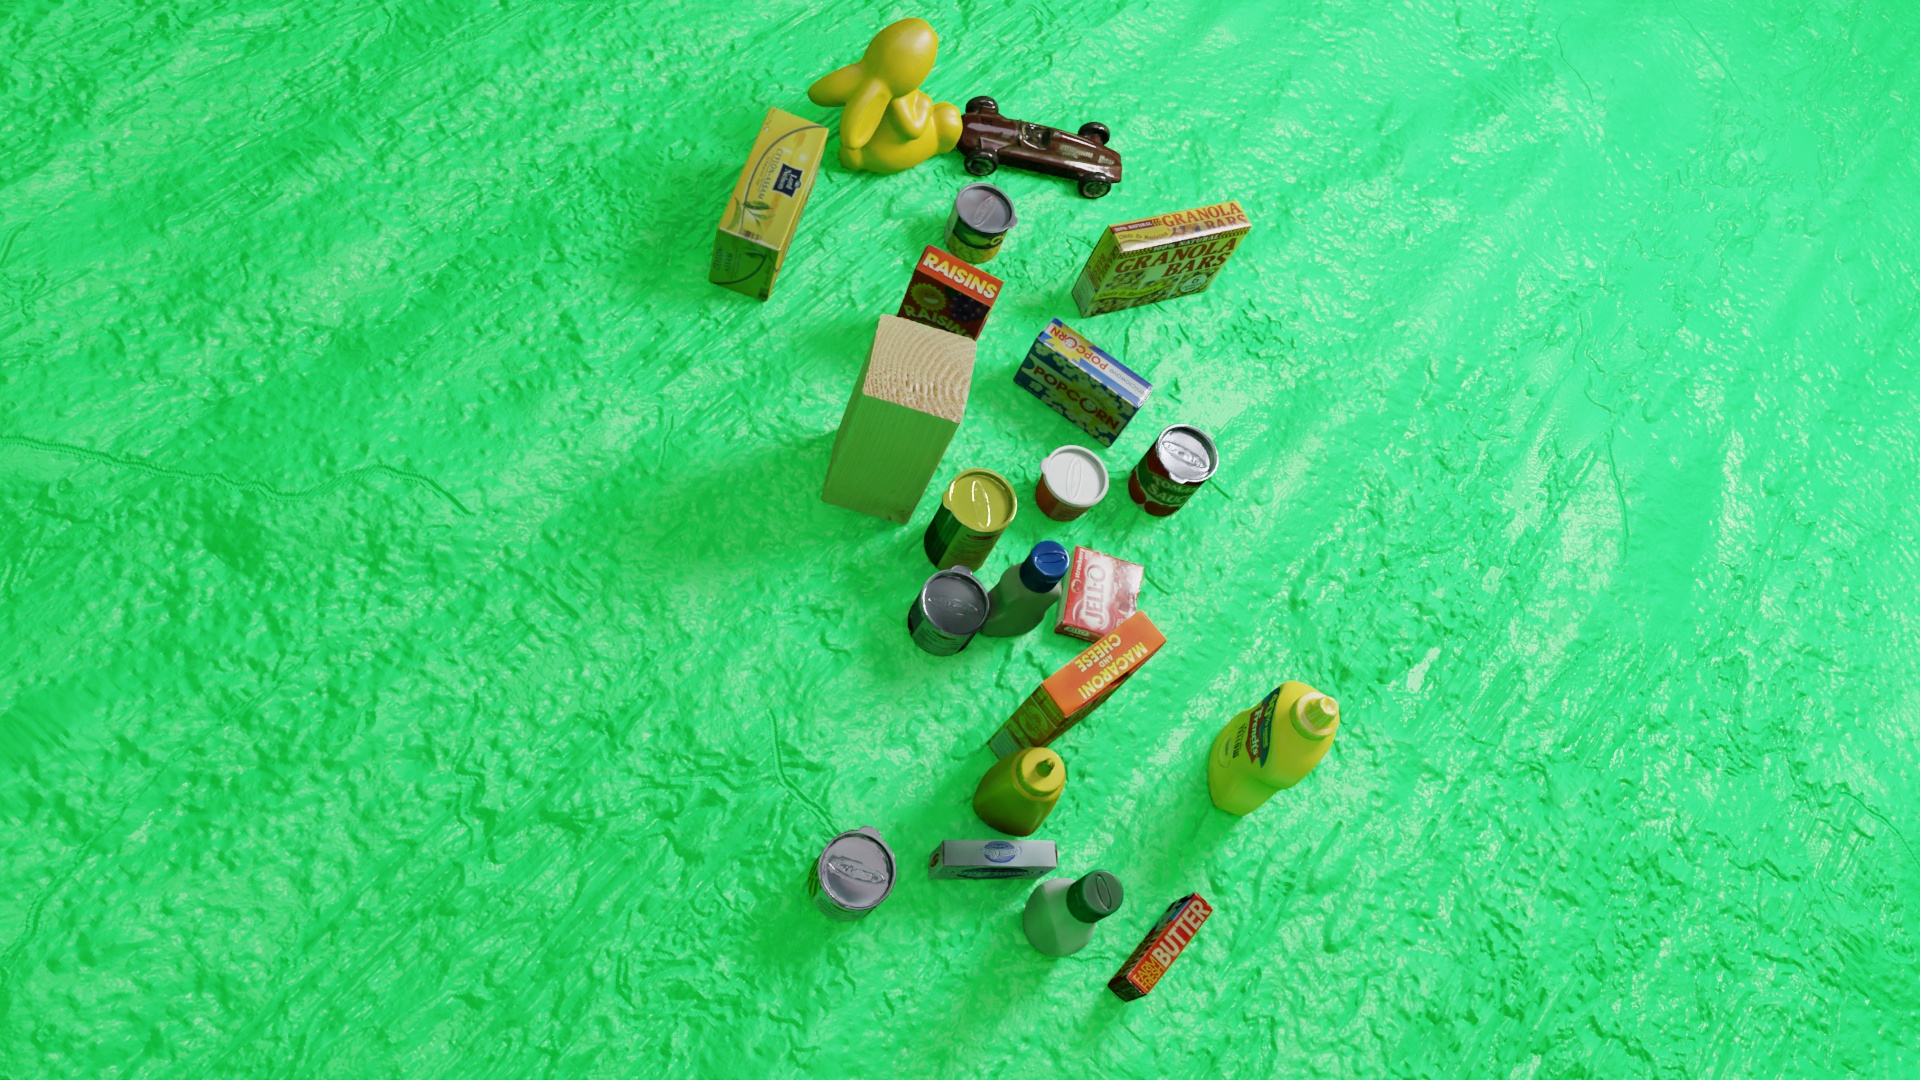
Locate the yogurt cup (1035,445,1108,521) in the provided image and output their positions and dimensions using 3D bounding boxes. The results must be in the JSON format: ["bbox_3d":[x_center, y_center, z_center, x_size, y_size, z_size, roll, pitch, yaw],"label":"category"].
[{"bbox_3d":[0.108,-0.054,1.391,0.072,0.053,0.072,7,63,-13],"label":"yogurt cup"}]

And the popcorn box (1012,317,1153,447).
[{"bbox_3d":[0.126,-0.162,1.431,0.127,0.085,0.038,35,61,2],"label":"popcorn box"}]

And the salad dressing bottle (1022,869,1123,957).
[{"bbox_3d":[0.094,0.308,1.157,0.044,0.147,0.064,-9,68,-20],"label":"salad dressing bottle"}]

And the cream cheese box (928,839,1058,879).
[{"bbox_3d":[0.027,0.277,1.206,0.104,0.053,0.024,4,64,-15],"label":"cream cheese box"}]

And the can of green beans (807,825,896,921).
[{"bbox_3d":[-0.091,0.282,1.166,0.071,0.057,0.071,7,63,-13],"label":"can of green beans"}]

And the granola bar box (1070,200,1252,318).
[{"bbox_3d":[0.215,-0.305,1.504,0.166,0.123,0.039,-16,71,-22],"label":"granola bar box"}]

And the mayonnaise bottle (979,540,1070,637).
[{"bbox_3d":[0.061,0.045,1.275,0.065,0.147,0.041,-4,67,-18],"label":"mayonnaise bottle"}]

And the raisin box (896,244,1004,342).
[{"bbox_3d":[-0.016,-0.233,1.402,0.086,0.122,0.040,27,61,-2],"label":"raisin box"}]

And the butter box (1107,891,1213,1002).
[{"bbox_3d":[0.174,0.355,1.211,0.024,0.053,0.104,44,61,7],"label":"butter box"}]

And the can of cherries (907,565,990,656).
[{"bbox_3d":[-0.011,0.066,1.295,0.071,0.058,0.072,7,63,-13],"label":"can of cherries"}]

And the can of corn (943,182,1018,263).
[{"bbox_3d":[0.022,-0.342,1.503,0.071,0.058,0.071,7,63,-13],"label":"can of corn"}]

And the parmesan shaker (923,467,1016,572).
[{"bbox_3d":[0.005,-0.016,1.314,0.071,0.102,0.071,7,64,-13],"label":"parmesan shaker"}]

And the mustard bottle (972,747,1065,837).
[{"bbox_3d":[0.057,0.210,1.187,0.065,0.159,0.049,30,61,-1],"label":"mustard bottle"}]

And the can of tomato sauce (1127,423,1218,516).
[{"bbox_3d":[0.214,-0.069,1.412,0.071,0.082,0.071,7,63,-13],"label":"can of tomato sauce"}]

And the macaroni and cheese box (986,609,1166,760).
[{"bbox_3d":[0.101,0.136,1.232,0.124,0.165,0.040,-33,78,-27],"label":"macaroni and cheese box"}]
